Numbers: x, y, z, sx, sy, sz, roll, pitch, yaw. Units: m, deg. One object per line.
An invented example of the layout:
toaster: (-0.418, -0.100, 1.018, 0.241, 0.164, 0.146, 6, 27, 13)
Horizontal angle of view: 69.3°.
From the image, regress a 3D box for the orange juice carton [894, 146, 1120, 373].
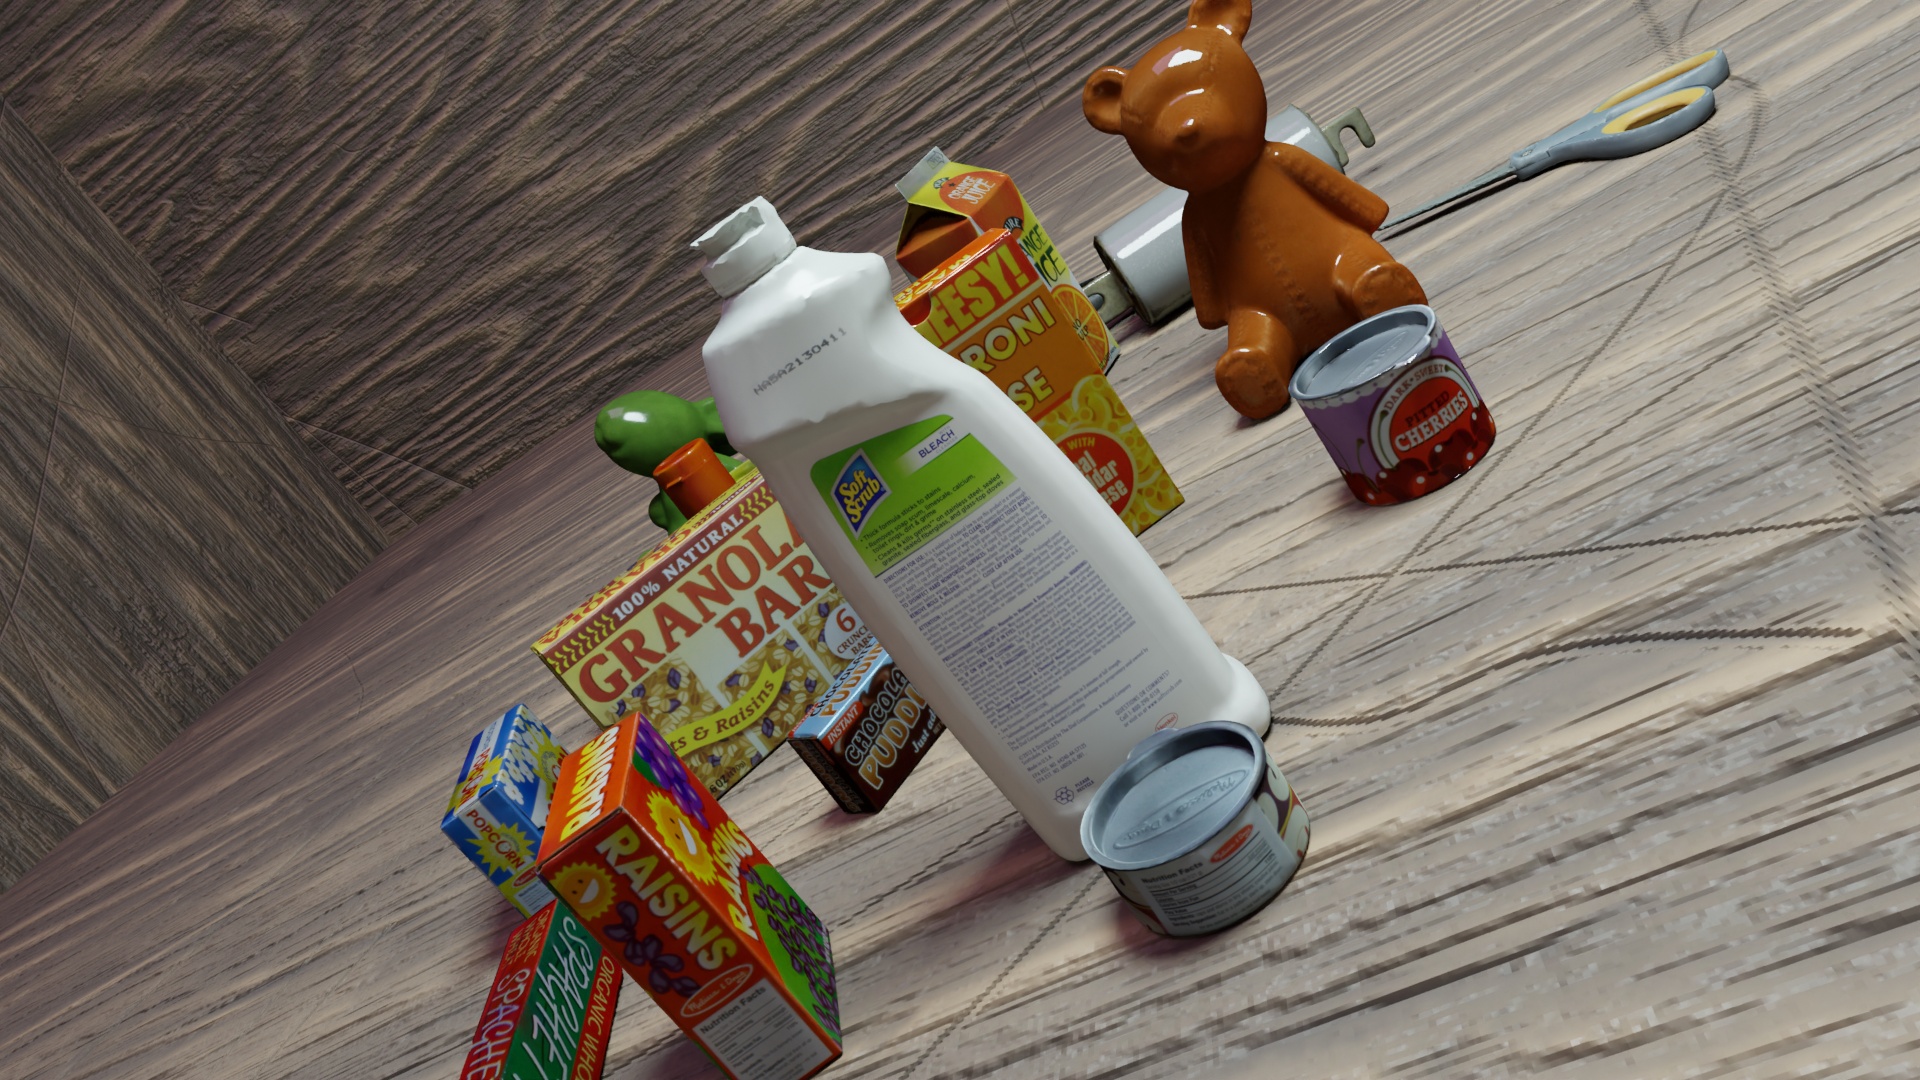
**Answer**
orange juice carton: (0.024, -0.179, 0.963, 0.073, 0.192, 0.072, -21, 23, 39)

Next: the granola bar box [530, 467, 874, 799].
granola bar box: (-0.127, 0.053, 0.759, 0.166, 0.124, 0.039, -41, 18, -16)

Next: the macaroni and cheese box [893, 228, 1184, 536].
macaroni and cheese box: (0.017, -0.053, 0.698, 0.124, 0.166, 0.040, -36, 17, -2)

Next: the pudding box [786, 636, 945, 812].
pudding box: (-0.036, 0.080, 0.648, 0.030, 0.049, 0.084, -14, 28, 49)

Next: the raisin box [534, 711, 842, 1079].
raisin box: (-0.097, 0.132, 0.506, 0.040, 0.123, 0.086, -35, 18, 2)

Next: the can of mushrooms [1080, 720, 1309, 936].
can of mushrooms: (0.075, 0.090, 0.446, 0.071, 0.033, 0.071, -32, 18, 12)

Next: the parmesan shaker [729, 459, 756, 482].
parmesan shaker: (-0.120, 0.004, 0.906, 0.071, 0.103, 0.071, -32, 18, 12)

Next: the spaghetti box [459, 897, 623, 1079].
spaghetti box: (-0.166, 0.223, 0.520, 0.028, 0.050, 0.251, -34, 18, 5)

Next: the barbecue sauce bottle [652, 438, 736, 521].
barbecue sauce bottle: (-0.123, 0.008, 0.825, 0.064, 0.148, 0.044, -26, 20, 27)

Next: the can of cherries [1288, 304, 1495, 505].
can of cherries: (0.182, -0.056, 0.583, 0.071, 0.058, 0.072, -32, 18, 12)

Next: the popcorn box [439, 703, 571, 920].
popcorn box: (-0.237, 0.151, 0.771, 0.038, 0.085, 0.127, -36, 18, -1)
